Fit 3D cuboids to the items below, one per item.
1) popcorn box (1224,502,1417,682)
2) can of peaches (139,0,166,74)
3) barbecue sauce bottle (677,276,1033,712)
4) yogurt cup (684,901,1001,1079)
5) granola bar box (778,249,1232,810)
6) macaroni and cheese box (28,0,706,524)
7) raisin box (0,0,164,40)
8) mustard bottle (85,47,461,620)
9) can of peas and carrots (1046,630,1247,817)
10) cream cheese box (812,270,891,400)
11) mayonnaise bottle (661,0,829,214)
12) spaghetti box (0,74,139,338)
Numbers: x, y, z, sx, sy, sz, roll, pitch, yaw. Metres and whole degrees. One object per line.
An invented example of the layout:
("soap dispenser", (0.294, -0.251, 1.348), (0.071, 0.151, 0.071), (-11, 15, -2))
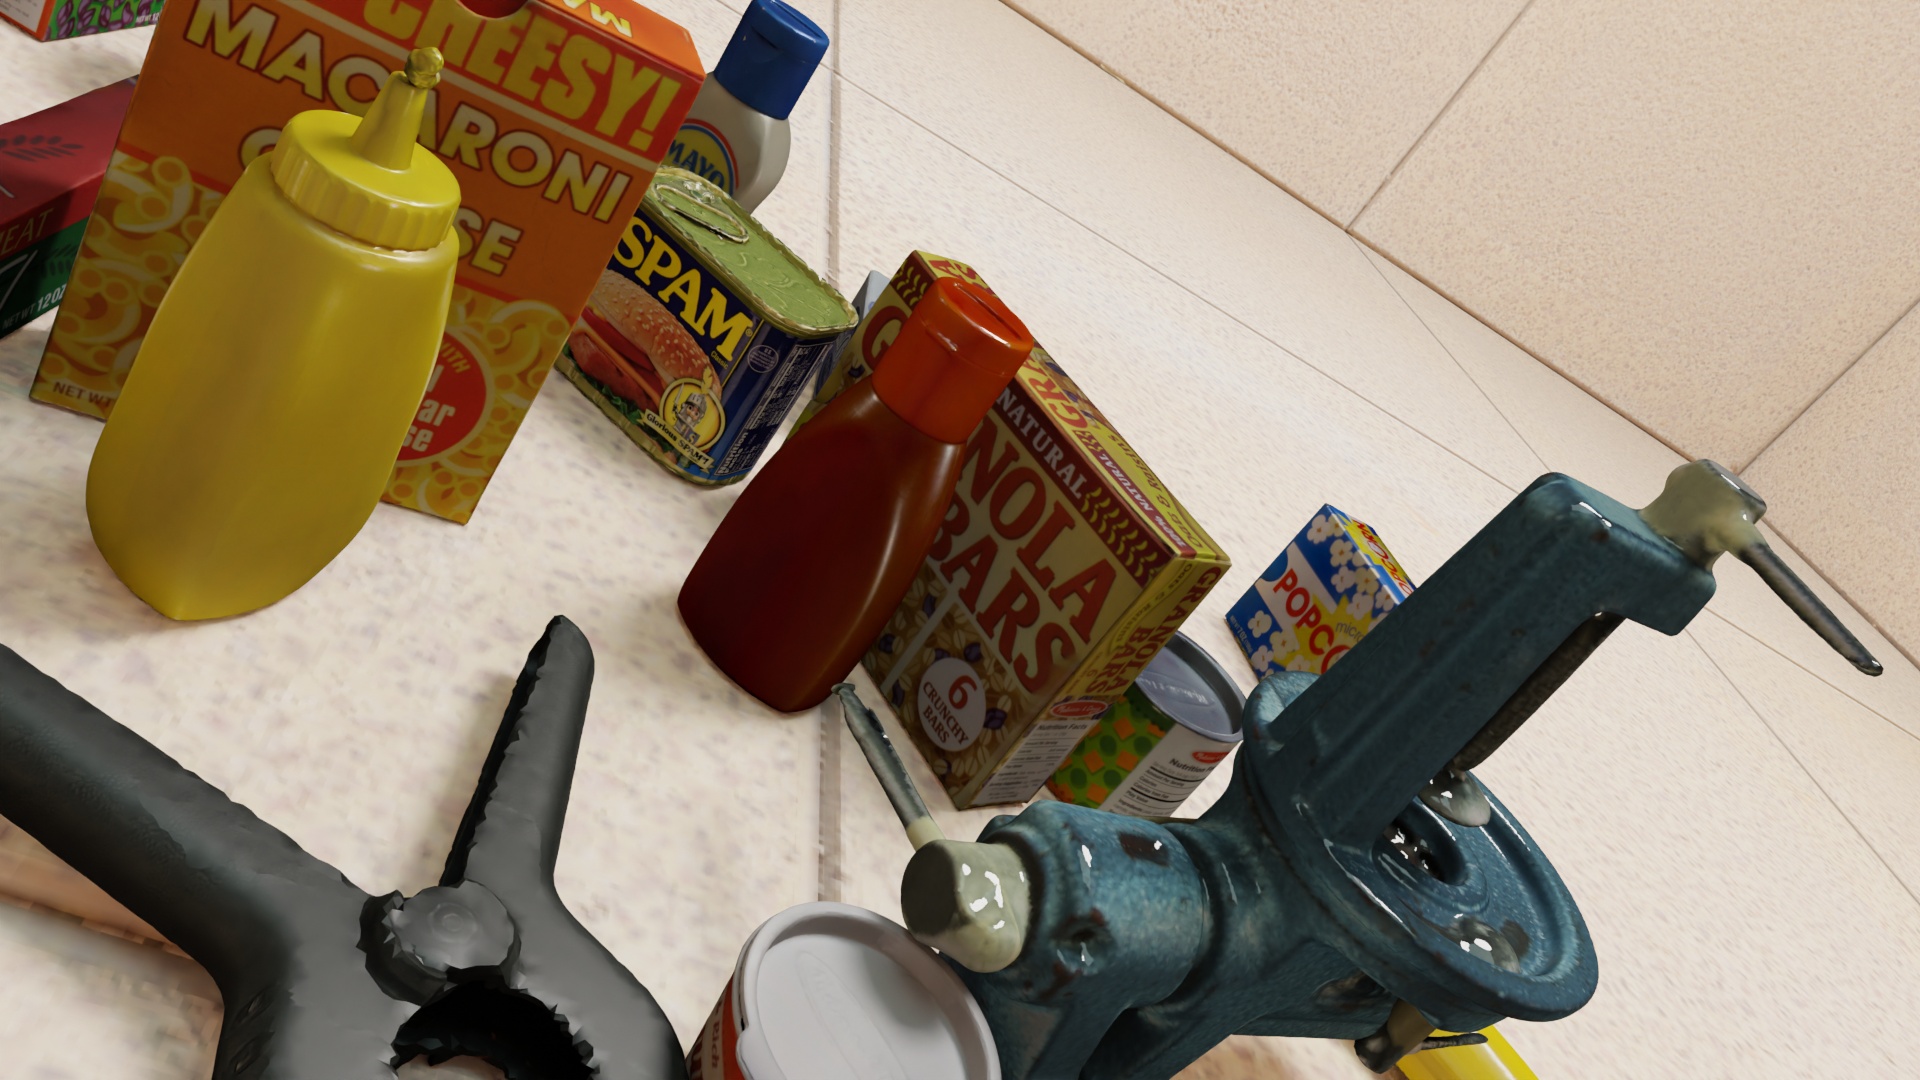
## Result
("popcorn box", (0.191, 0.054, 0.685), (0.038, 0.085, 0.127), (22, 29, -29))
("can of peaches", (-0.270, -0.179, 0.531), (0.071, 0.057, 0.071), (29, 26, -16))
("barbecue sauce bottle", (-0.032, -0.015, 0.447), (0.065, 0.148, 0.044), (43, 26, 14))
("yogurt cup", (-0.032, 0.126, 0.316), (0.072, 0.053, 0.073), (29, 26, -16))
("granola bar box", (0.002, -0.006, 0.503), (0.039, 0.123, 0.166), (6, 39, -48))
("macaroni and cheese box", (-0.165, -0.092, 0.389), (0.124, 0.165, 0.040), (19, 30, -33))
("raisin box", (-0.320, -0.258, 0.526), (0.040, 0.123, 0.086), (33, 25, -8))
("mustard bottle", (-0.158, -0.052, 0.336), (0.049, 0.159, 0.065), (40, 25, 8))
("can of peas and carrots", (0.066, 0.069, 0.533), (0.071, 0.058, 0.071), (29, 26, -16))
("cream cheese box", (-0.048, -0.085, 0.658), (0.024, 0.053, 0.104), (29, 26, -17))
("mayonnaise bottle", (-0.109, -0.162, 0.601), (0.065, 0.147, 0.041), (37, 25, 1))
("spaghetti box", (-0.268, -0.065, 0.349), (0.028, 0.050, 0.251), (30, 26, -14))
